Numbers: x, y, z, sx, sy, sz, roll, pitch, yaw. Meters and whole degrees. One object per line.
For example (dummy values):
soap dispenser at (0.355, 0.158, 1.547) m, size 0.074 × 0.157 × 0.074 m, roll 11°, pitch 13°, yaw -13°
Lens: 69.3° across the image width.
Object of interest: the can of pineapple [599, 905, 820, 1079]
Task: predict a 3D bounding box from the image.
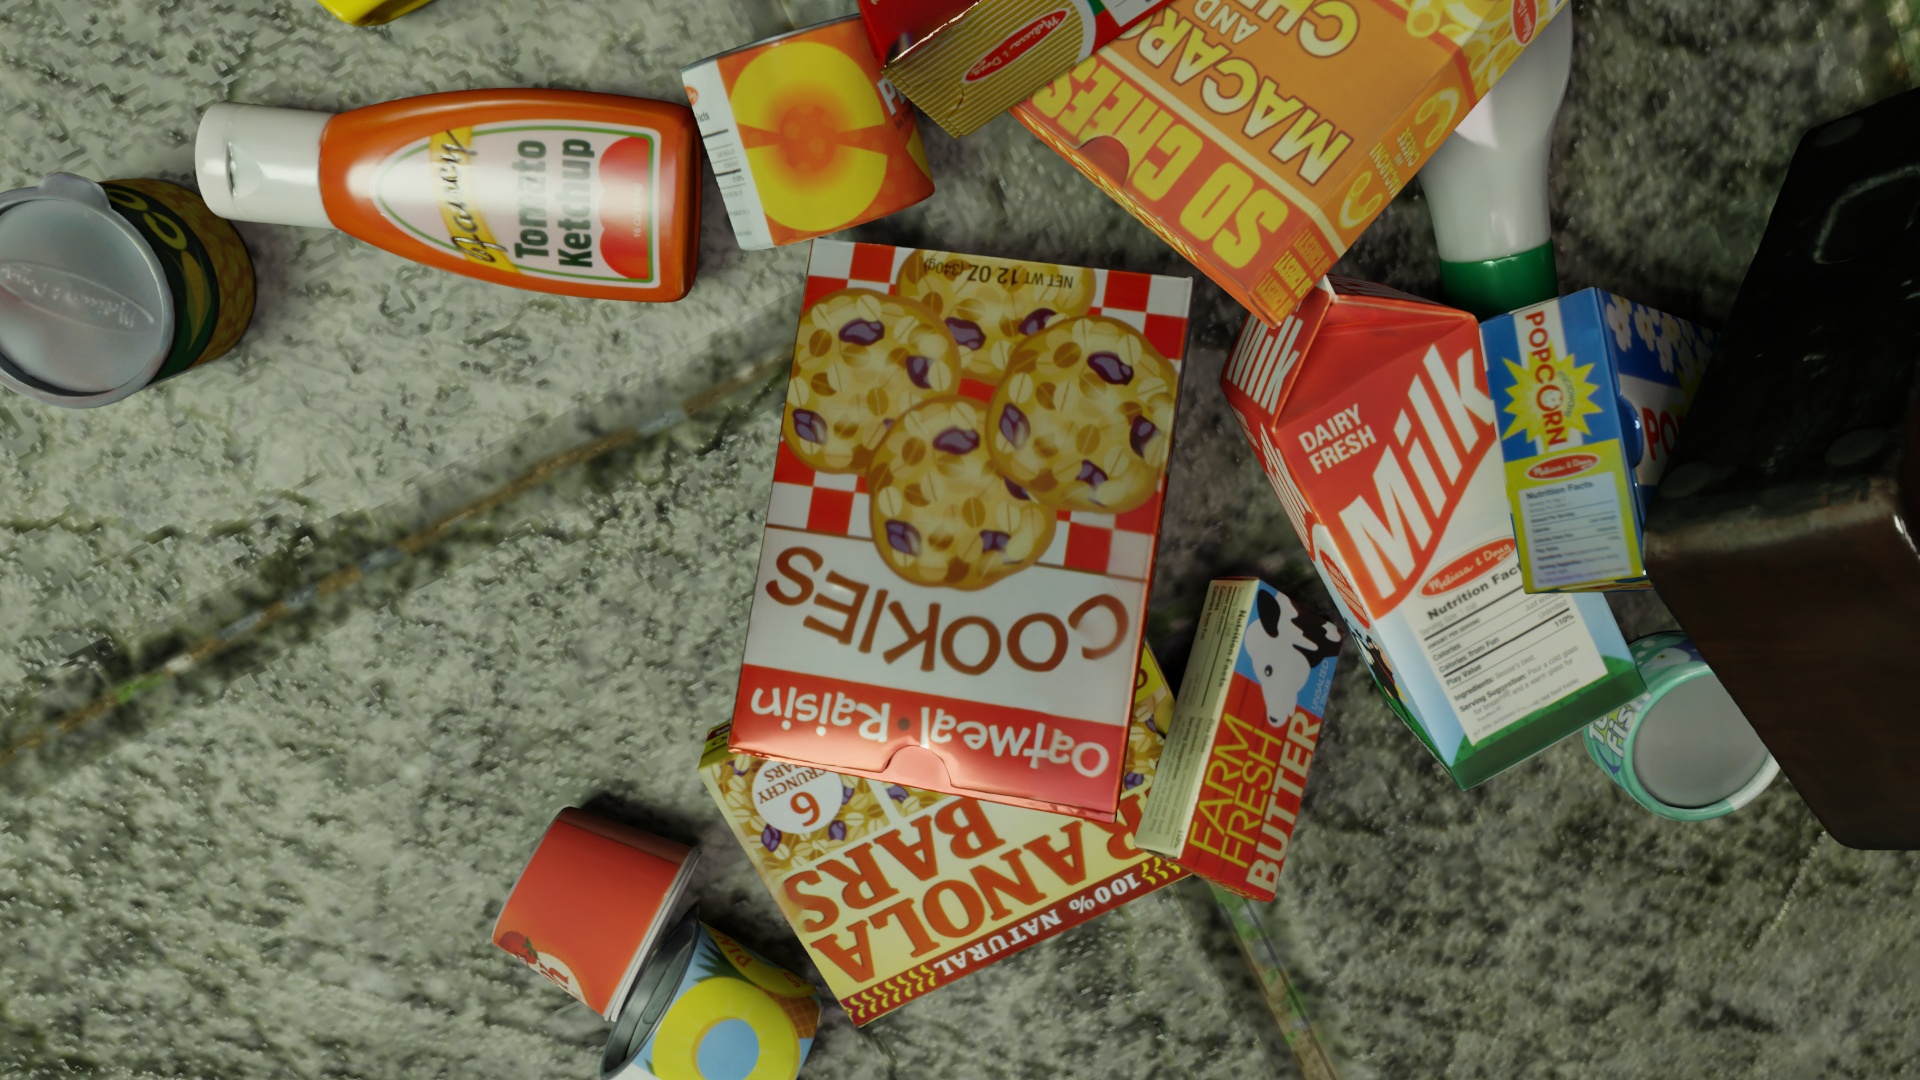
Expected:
can of pineapple at (-0.093, 0.185, 0.528) m, size 0.058 × 0.071 × 0.071 m, roll 34°, pitch 103°, yaw -13°

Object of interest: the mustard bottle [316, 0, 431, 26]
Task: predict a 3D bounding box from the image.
mustard bottle at (-0.198, -0.234, 0.401) m, size 0.065 × 0.049 × 0.160 m, roll -26°, pitch 106°, yaw 5°

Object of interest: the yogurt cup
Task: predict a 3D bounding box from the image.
yogurt cup at (-0.134, 0.134, 0.512) m, size 0.054 × 0.072 × 0.072 m, roll 27°, pitch 104°, yaw -2°

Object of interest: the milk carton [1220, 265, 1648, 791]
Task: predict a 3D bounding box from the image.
milk carton at (0.151, -0.019, 0.474) m, size 0.073 × 0.072 × 0.190 m, roll -30°, pitch 107°, yaw 6°

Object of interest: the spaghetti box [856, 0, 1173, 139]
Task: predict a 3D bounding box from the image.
spaghetti box at (0.087, -0.191, 0.367) m, size 0.249 × 0.050 × 0.029 m, roll -28°, pitch 69°, yaw 20°

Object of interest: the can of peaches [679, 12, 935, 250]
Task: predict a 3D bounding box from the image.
can of peaches at (-0.044, -0.128, 0.433) m, size 0.071 × 0.071 × 0.058 m, roll -15°, pitch 108°, yaw 2°

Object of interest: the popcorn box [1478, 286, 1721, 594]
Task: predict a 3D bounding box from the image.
popcorn box at (0.215, -0.027, 0.441) m, size 0.127 × 0.038 × 0.085 m, roll 1°, pitch 79°, yaw -45°

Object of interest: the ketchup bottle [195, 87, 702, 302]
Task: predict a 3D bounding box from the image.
ketchup bottle at (-0.159, -0.114, 0.443) m, size 0.149 × 0.044 × 0.064 m, roll 5°, pitch 112°, yaw -4°

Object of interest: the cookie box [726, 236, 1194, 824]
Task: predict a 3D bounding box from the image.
cookie box at (0.002, -0.006, 0.442) m, size 0.123 × 0.040 × 0.167 m, roll 8°, pitch 85°, yaw 10°

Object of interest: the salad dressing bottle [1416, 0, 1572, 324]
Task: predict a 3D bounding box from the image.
salad dressing bottle at (0.170, -0.132, 0.455) m, size 0.064 × 0.044 × 0.147 m, roll -16°, pitch 109°, yaw -5°

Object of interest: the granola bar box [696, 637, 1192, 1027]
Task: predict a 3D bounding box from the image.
granola bar box at (0.005, 0.093, 0.518) m, size 0.165 × 0.039 × 0.124 m, roll -26°, pitch 107°, yaw 5°

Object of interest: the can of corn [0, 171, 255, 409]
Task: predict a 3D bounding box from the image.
can of corn at (-0.268, -0.082, 0.439) m, size 0.071 × 0.058 × 0.071 m, roll -1°, pitch 107°, yaw -2°

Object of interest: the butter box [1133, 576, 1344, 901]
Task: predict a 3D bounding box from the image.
butter box at (0.100, 0.070, 0.492) m, size 0.053 × 0.024 × 0.104 m, roll 28°, pitch 72°, yaw -31°

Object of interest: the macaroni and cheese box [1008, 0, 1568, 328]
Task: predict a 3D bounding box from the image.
macaroni and cheese box at (0.101, -0.166, 0.408) m, size 0.166 × 0.040 × 0.124 m, roll -49°, pitch 64°, yaw 11°

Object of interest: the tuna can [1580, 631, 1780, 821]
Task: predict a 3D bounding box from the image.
tuna can at (0.273, 0.070, 0.528) m, size 0.071 × 0.033 × 0.070 m, roll -1°, pitch 107°, yaw -3°
